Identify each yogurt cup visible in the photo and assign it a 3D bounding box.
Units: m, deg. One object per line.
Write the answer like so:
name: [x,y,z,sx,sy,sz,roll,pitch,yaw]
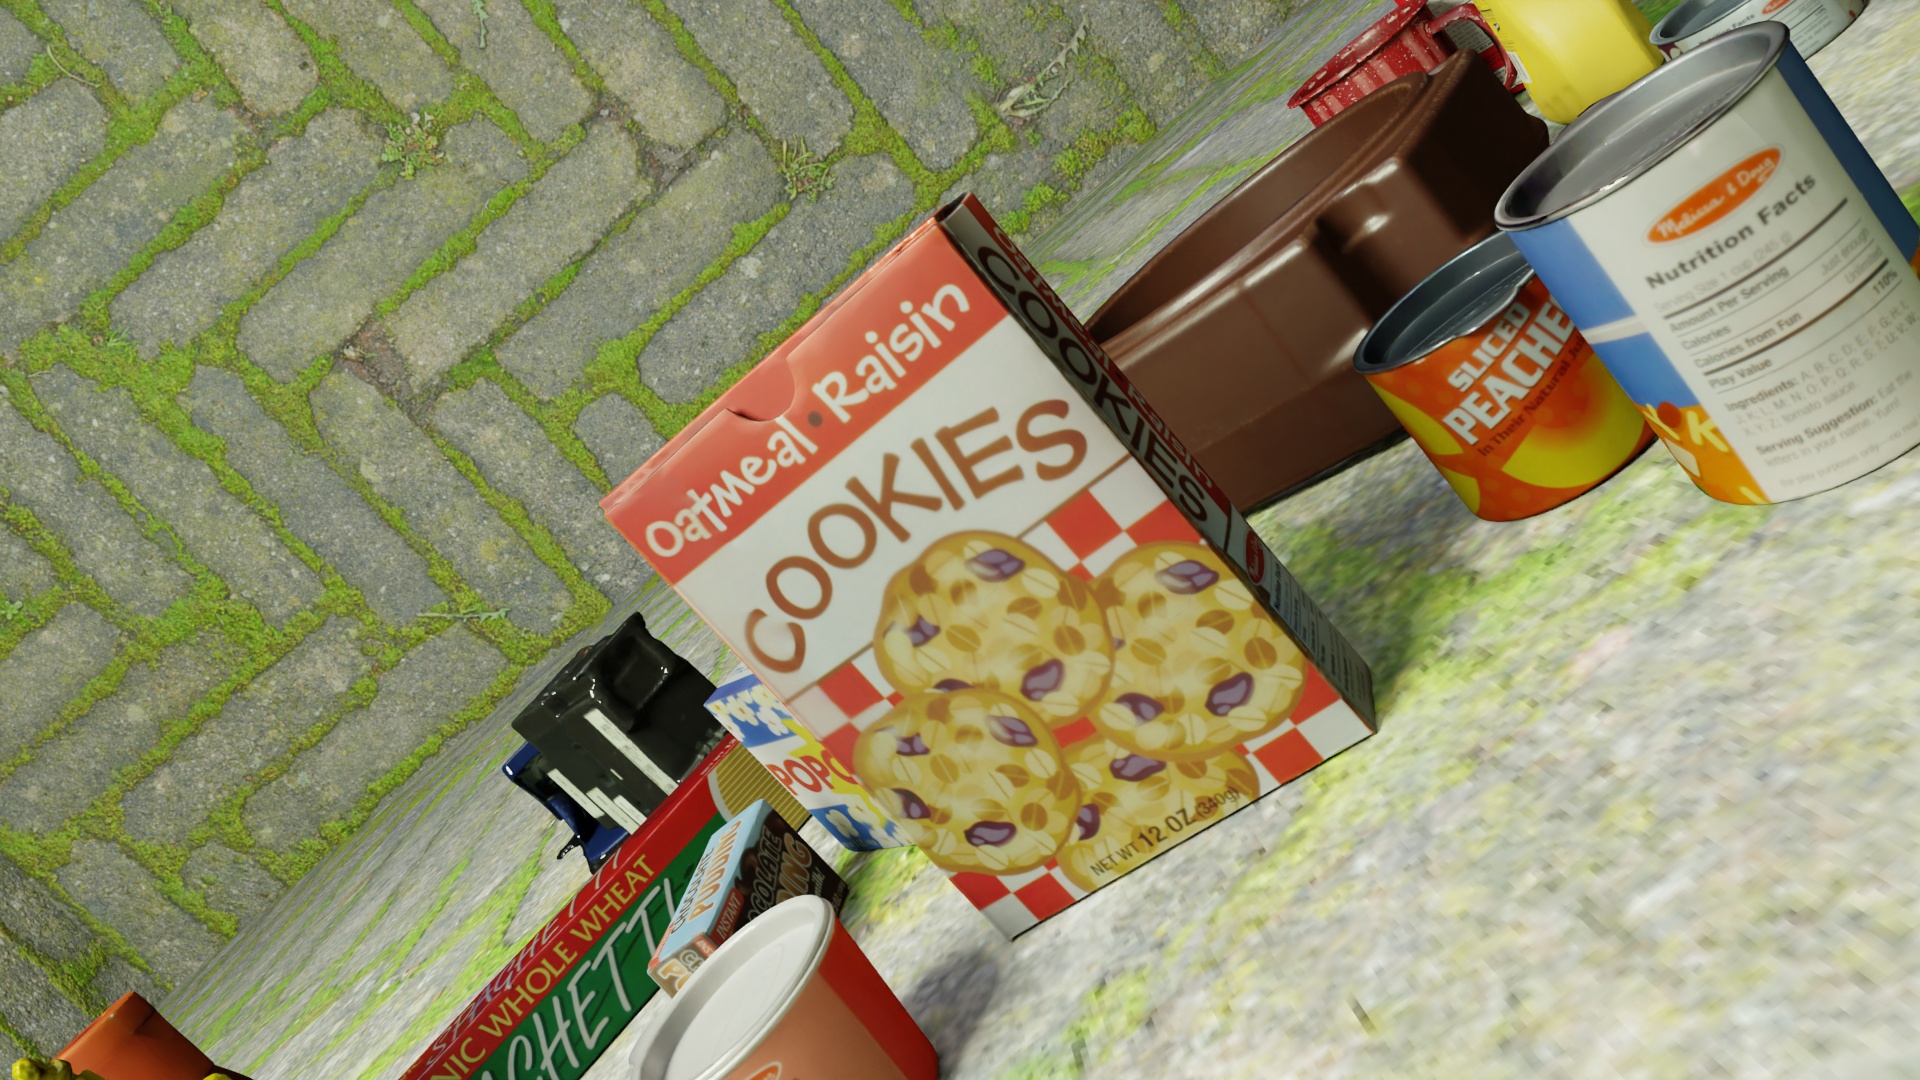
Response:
yogurt cup: [-0.043,0.135,0.361,0.072,0.054,0.072,-40,11,9]

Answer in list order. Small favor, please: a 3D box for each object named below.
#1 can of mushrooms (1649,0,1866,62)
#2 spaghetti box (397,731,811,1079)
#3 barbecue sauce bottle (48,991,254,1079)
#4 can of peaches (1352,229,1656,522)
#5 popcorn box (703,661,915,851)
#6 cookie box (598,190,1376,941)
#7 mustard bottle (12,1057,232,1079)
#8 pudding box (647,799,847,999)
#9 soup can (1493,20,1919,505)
can of mushrooms: [0.305,-0.201,0.533,0.071,0.033,0.071,-40,11,9]
spaghetti box: [-0.148,0.172,0.586,0.251,0.050,0.028,-47,12,-27]
barbecue sauce bottle: [-0.239,0.216,0.468,0.044,0.148,0.065,-42,11,-2]
can of peaches: [0.154,-0.046,0.385,0.071,0.058,0.071,-40,11,9]
popcorn box: [-0.031,0.067,0.500,0.038,0.085,0.126,-48,13,-32]
cookie box: [0.007,0.013,0.366,0.122,0.167,0.040,-37,12,24]
mustard bottle: [-0.141,0.164,0.304,0.065,0.160,0.048,-48,13,-33]
pudding box: [-0.071,0.133,0.479,0.030,0.049,0.084,-38,11,16]
soup can: [0.172,-0.061,0.310,0.071,0.083,0.071,-40,11,9]
